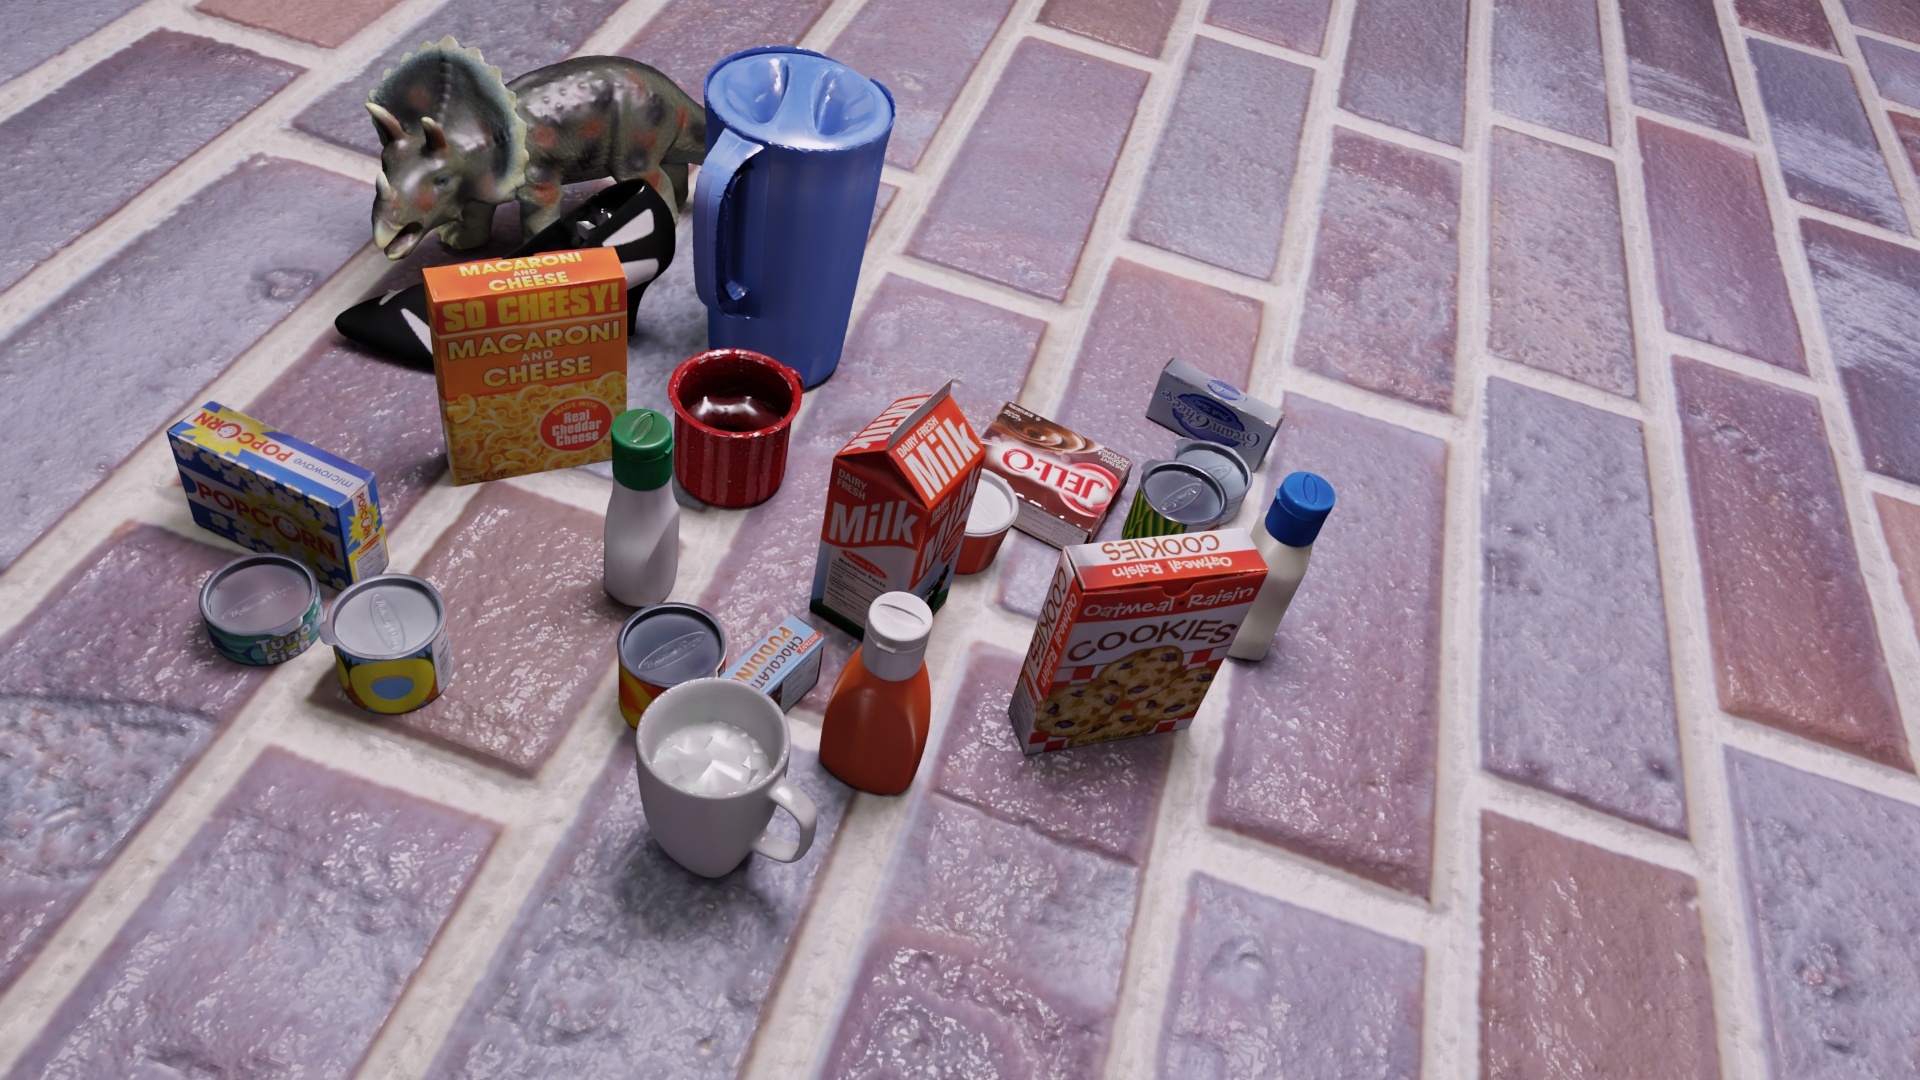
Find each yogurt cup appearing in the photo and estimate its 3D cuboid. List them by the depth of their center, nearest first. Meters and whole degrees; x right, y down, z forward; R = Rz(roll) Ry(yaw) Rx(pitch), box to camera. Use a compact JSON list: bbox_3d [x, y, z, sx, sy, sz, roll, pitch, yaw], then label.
[{"bbox_3d":[0.004,-0.013,1.000,0.072,0.053,0.073,7,46,-7],"label":"yogurt cup"}]

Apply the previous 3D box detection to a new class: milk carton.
[{"bbox_3d":[-0.040,-0.018,0.900,0.073,0.189,0.073,30,48,14],"label":"milk carton"}]

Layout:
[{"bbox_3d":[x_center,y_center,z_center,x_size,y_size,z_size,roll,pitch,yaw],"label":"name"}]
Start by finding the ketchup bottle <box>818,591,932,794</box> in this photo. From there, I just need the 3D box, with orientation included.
[{"bbox_3d":[-0.046,0.092,0.825,0.065,0.148,0.044,22,46,7],"label":"ketchup bottle"}]

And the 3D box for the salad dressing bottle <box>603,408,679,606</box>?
[{"bbox_3d":[-0.204,-0.020,0.891,0.044,0.146,0.064,19,46,4],"label":"salad dressing bottle"}]

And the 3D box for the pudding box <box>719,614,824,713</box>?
[{"bbox_3d":[-0.123,0.091,0.875,0.030,0.049,0.084,32,49,16],"label":"pudding box"}]

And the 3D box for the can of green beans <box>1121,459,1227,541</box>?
[{"bbox_3d":[0.159,-0.017,1.039,0.071,0.057,0.071,7,46,-7],"label":"can of green beans"}]

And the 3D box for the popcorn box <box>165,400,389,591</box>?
[{"bbox_3d":[-0.432,-0.026,0.885,0.127,0.084,0.038,23,47,8],"label":"popcorn box"}]

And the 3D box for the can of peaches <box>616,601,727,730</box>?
[{"bbox_3d":[-0.178,0.083,0.863,0.071,0.057,0.071,7,46,-7],"label":"can of peaches"}]

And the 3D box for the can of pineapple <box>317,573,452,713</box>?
[{"bbox_3d":[-0.346,0.063,0.841,0.071,0.057,0.071,7,46,-7],"label":"can of pineapple"}]

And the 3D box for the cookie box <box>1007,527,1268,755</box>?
[{"bbox_3d":[0.108,0.066,0.874,0.123,0.166,0.040,-6,50,-19],"label":"cookie box"}]

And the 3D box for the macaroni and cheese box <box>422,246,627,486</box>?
[{"bbox_3d":[-0.293,-0.118,0.948,0.124,0.165,0.040,-13,52,-24],"label":"macaroni and cheese box"}]

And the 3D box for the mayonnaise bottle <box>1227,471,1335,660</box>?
[{"bbox_3d":[0.216,0.016,0.959,0.041,0.147,0.065,12,46,-3],"label":"mayonnaise bottle"}]

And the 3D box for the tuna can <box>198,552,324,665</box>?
[{"bbox_3d":[-0.428,0.044,0.857,0.071,0.032,0.071,7,46,-7],"label":"tuna can"}]

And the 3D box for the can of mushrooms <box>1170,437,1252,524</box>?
[{"bbox_3d":[0.191,-0.047,1.092,0.071,0.033,0.071,7,46,-7],"label":"can of mushrooms"}]

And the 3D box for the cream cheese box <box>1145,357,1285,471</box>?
[{"bbox_3d":[0.207,-0.103,1.134,0.104,0.053,0.024,29,48,14],"label":"cream cheese box"}]
